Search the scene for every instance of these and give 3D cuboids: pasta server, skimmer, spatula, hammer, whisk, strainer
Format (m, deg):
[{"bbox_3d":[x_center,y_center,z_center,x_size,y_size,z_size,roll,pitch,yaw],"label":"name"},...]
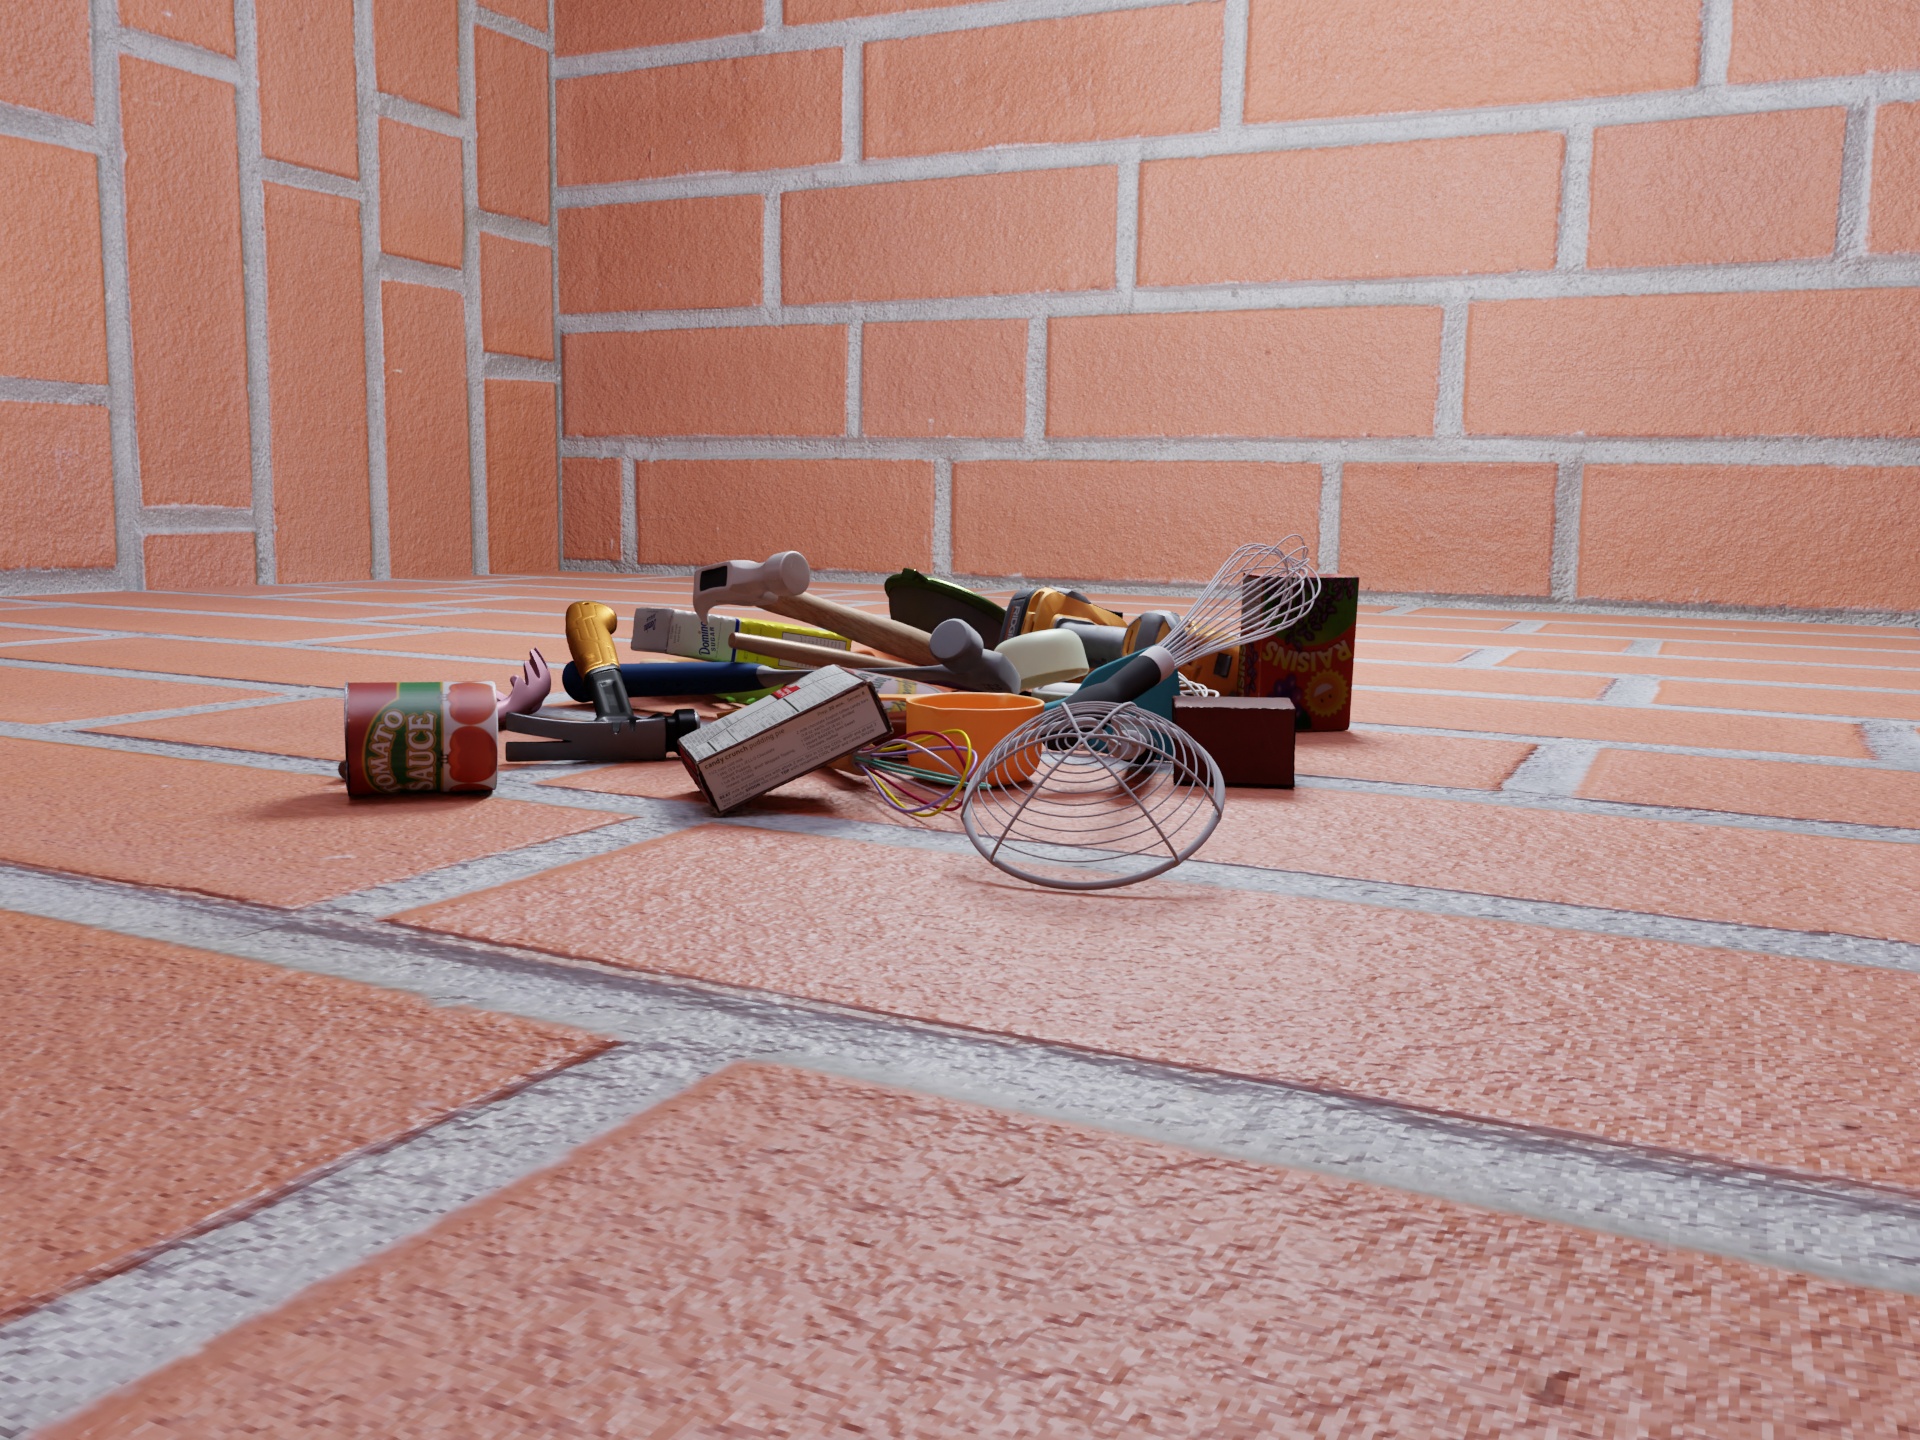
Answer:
[{"bbox_3d":[-0.358,-0.002,1.119,0.060,0.040,0.316,-42,2,12],"label":"pasta server"},{"bbox_3d":[0.088,0.041,0.897,0.127,0.090,0.363,-2,-3,11],"label":"skimmer"},{"bbox_3d":[-0.059,-0.043,1.357,0.315,0.018,0.060,9,0,-38],"label":"spatula"},{"bbox_3d":[-0.142,-0.032,1.258,0.405,0.035,0.144,0,-20,28],"label":"hammer"},{"bbox_3d":[-0.048,0.023,0.964,0.051,0.047,0.245,-4,6,-25],"label":"whisk"},{"bbox_3d":[0.149,-0.049,1.058,0.070,0.070,0.284,9,34,46],"label":"whisk"},{"bbox_3d":[-0.154,-0.047,1.541,0.322,0.041,0.081,0,5,22],"label":"spatula"},{"bbox_3d":[-0.002,-0.004,1.133,0.317,0.082,0.044,-3,-5,10],"label":"spatula"},{"bbox_3d":[-0.280,-0.037,1.198,0.127,0.034,0.337,-1,18,-17],"label":"hammer"},{"bbox_3d":[0.123,-0.016,1.260,0.058,0.059,0.246,-32,17,-22],"label":"whisk"},{"bbox_3d":[-0.032,-0.074,1.595,0.151,0.069,0.256,26,-14,-14],"label":"strainer"},{"bbox_3d":[-0.077,-0.072,1.241,0.130,0.031,0.331,-3,-12,36],"label":"hammer"}]

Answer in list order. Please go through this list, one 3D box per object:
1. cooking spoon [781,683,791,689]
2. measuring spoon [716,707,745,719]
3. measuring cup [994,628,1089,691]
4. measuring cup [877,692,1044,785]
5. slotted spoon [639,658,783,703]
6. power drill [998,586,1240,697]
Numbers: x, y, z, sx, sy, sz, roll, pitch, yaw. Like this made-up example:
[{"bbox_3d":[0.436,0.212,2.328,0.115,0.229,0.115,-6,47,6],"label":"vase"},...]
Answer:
[{"bbox_3d":[-0.098,-0.023,1.376,0.319,0.017,0.068,8,9,41],"label":"cooking spoon"},{"bbox_3d":[-0.150,-0.005,1.199,0.021,0.011,0.117,-11,3,-38],"label":"measuring spoon"},{"bbox_3d":[0.044,-0.042,1.311,0.083,0.038,0.167,-9,-5,-25],"label":"measuring cup"},{"bbox_3d":[-0.028,0.010,1.025,0.174,0.052,0.095,3,8,27],"label":"measuring cup"},{"bbox_3d":[-0.241,-0.040,1.460,0.070,0.031,0.314,1,5,-29],"label":"slotted spoon"},{"bbox_3d":[0.165,-0.053,1.365,0.185,0.084,0.226,15,-2,-38],"label":"power drill"}]
